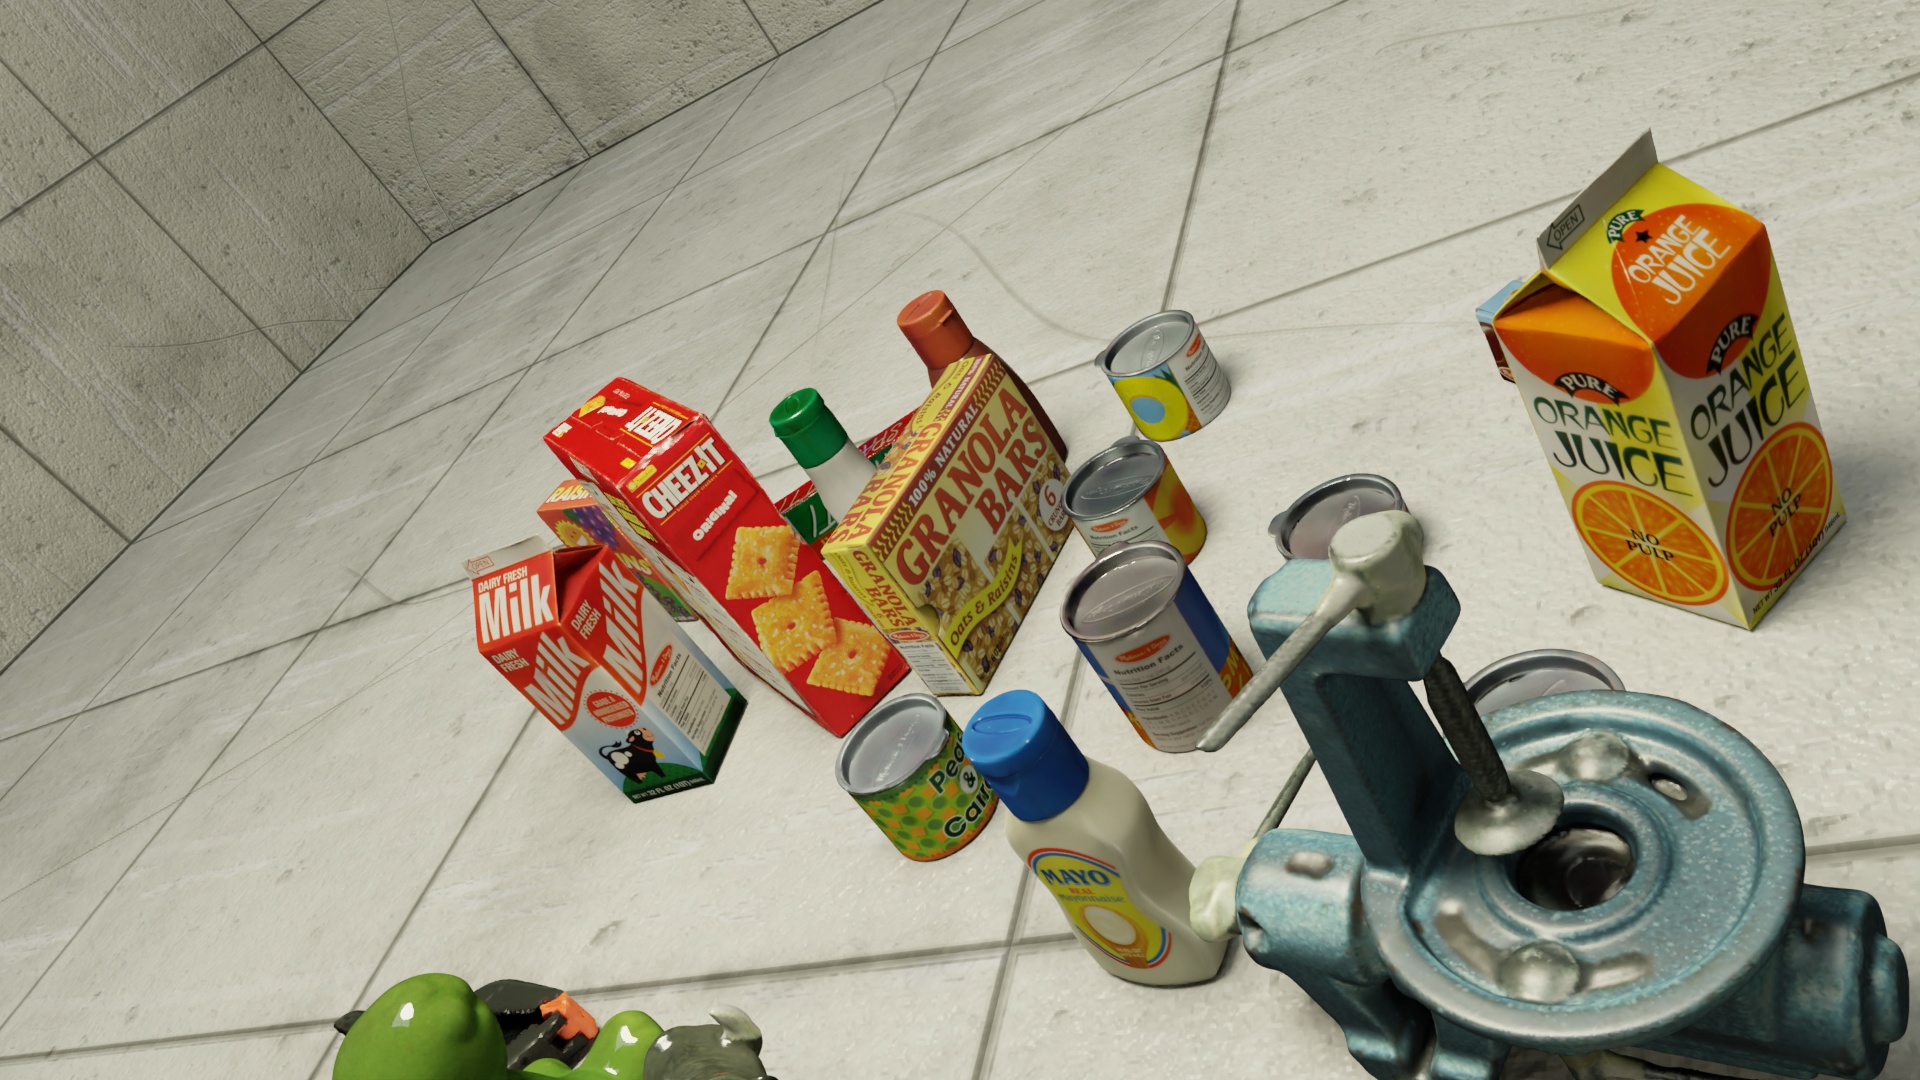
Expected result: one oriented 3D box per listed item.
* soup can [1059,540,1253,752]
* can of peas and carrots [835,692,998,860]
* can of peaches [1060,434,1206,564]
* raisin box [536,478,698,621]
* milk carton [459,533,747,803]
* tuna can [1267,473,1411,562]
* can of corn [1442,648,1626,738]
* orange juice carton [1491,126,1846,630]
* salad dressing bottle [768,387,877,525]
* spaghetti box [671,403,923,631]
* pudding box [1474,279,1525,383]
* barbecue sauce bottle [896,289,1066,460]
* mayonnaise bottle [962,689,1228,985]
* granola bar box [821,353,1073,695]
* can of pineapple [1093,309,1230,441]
[{"bbox_3d":[0.097,0.050,0.678,0.071,0.083,0.072,-26,31,17],"label":"soup can"},{"bbox_3d":[-0.020,0.122,0.718,0.071,0.058,0.071,-26,31,17],"label":"can of peas and carrots"},{"bbox_3d":[0.100,-0.017,0.797,0.071,0.058,0.071,-26,31,17],"label":"can of peaches"},{"bbox_3d":[-0.250,0.006,1.054,0.086,0.123,0.040,-4,42,43],"label":"raisin box"},{"bbox_3d":[-0.225,0.072,0.865,0.072,0.190,0.074,-18,34,28],"label":"milk carton"},{"bbox_3d":[0.194,0.000,0.703,0.071,0.032,0.071,-25,31,17],"label":"tuna can"},{"bbox_3d":[0.223,0.084,0.526,0.071,0.058,0.071,-26,31,17],"label":"can of corn"},{"bbox_3d":[0.276,-0.062,0.548,0.072,0.192,0.073,-43,30,-13],"label":"orange juice carton"},{"bbox_3d":[-0.068,-0.032,0.900,0.044,0.147,0.064,-34,29,4],"label":"salad dressing bottle"},{"bbox_3d":[-0.094,-0.023,1.011,0.250,0.050,0.029,-33,29,3],"label":"spaghetti box"},{"bbox_3d":[0.309,-0.100,0.714,0.030,0.049,0.084,-38,30,-5],"label":"pudding box"},{"bbox_3d":[0.012,-0.095,0.909,0.043,0.148,0.065,6,49,50],"label":"barbecue sauce bottle"},{"bbox_3d":[0.052,0.121,0.556,0.064,0.147,0.041,-10,38,38],"label":"mayonnaise bottle"},{"bbox_3d":[0.003,-0.010,0.820,0.039,0.124,0.166,-7,40,41],"label":"granola bar box"},{"bbox_3d":[0.131,-0.106,0.895,0.071,0.057,0.071,-26,31,17],"label":"can of pineapple"}]
